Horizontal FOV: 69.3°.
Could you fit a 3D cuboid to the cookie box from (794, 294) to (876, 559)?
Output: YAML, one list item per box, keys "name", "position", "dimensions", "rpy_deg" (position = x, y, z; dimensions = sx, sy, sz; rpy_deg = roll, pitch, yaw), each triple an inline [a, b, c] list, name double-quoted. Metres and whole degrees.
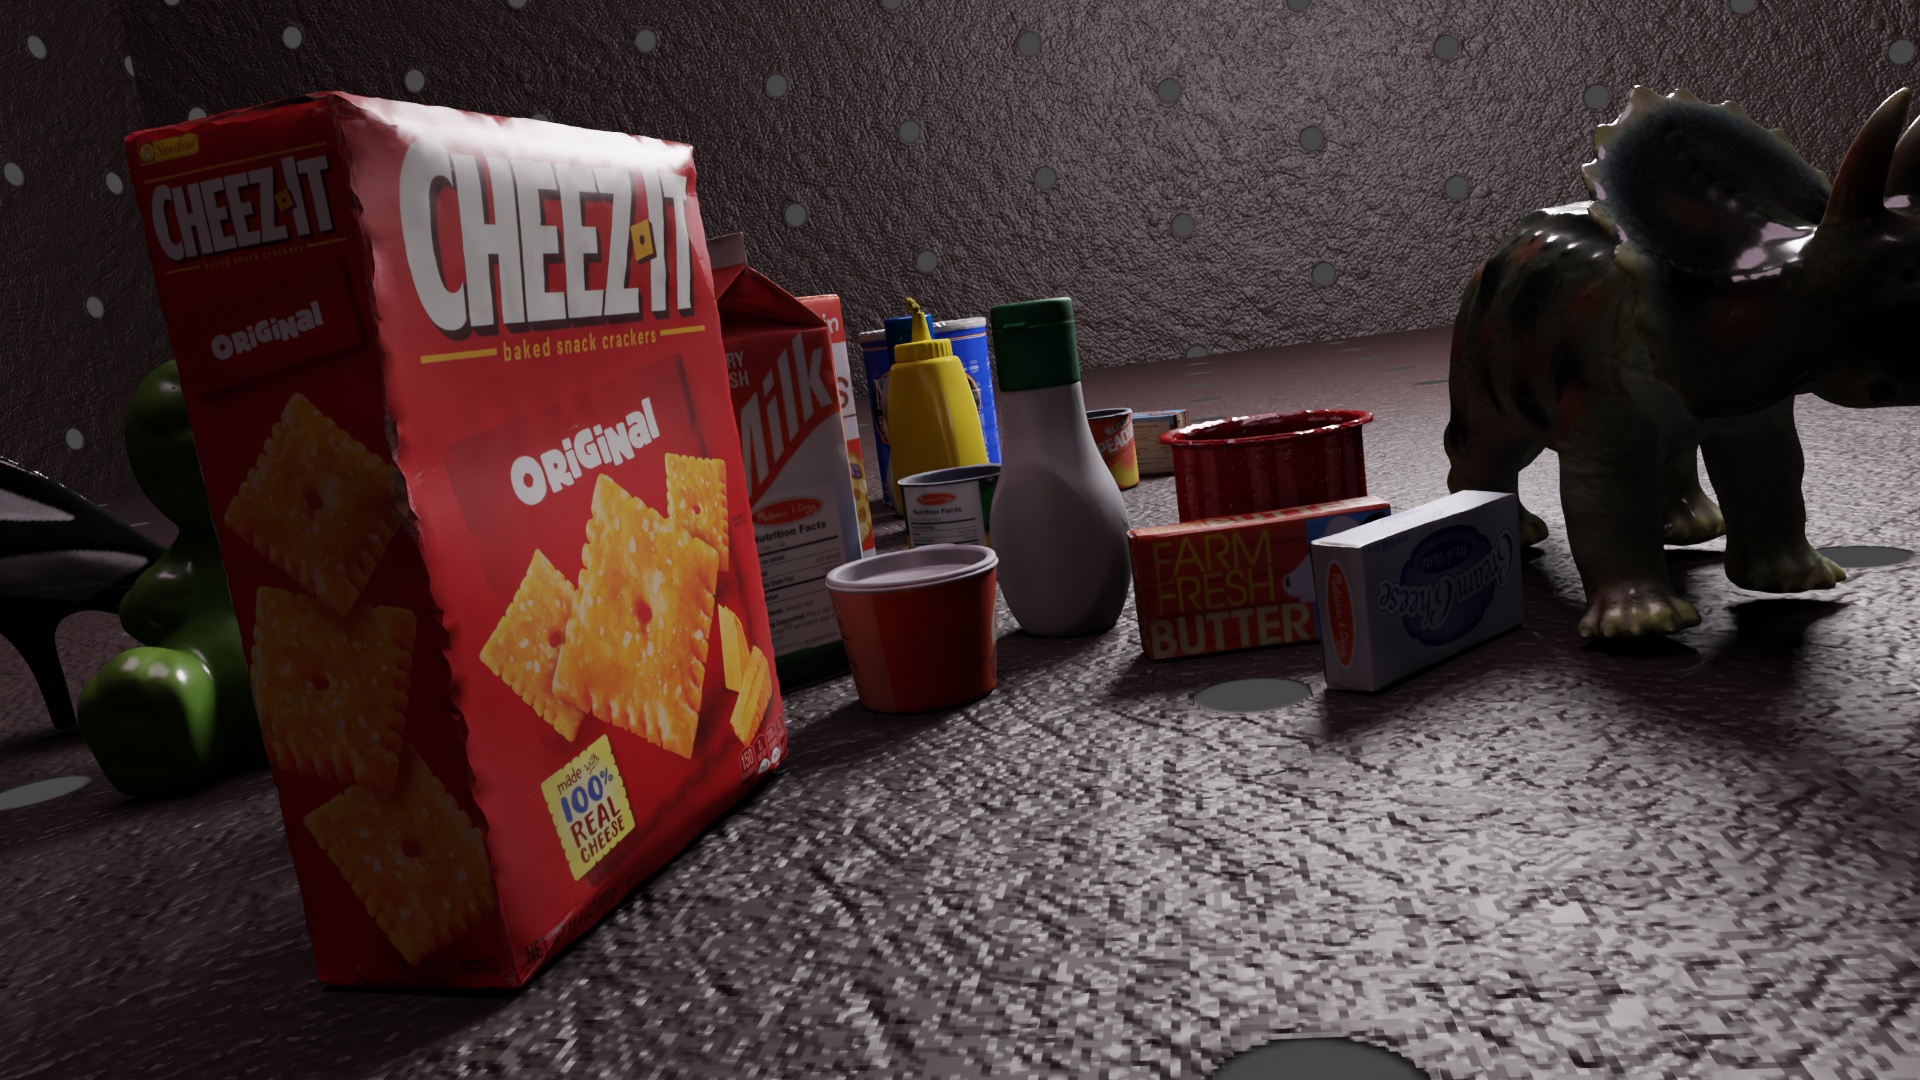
- name: "cookie box"
  position: [-0.109, -0.051, 0.789]
  dimensions: [0.040, 0.167, 0.123]
  rpy_deg: [-1, 11, 36]

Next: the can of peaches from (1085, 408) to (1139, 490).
- name: "can of peaches"
  position: [0.101, -0.067, 1.051]
  dimensions: [0.071, 0.058, 0.071]
  rpy_deg: [-7, 9, 1]

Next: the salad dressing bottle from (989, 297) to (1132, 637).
- name: "salad dressing bottle"
  position: [0.041, -0.033, 0.620]
  dimensions: [0.064, 0.147, 0.044]
  rpy_deg: [-3, 10, 30]

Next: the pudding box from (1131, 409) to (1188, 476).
- name: "pudding box"
  position: [0.139, -0.077, 1.104]
  dimensions: [0.083, 0.049, 0.030]
  rpy_deg: [-2, 10, 30]

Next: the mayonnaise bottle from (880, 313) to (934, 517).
- name: "mayonnaise bottle"
  position: [-0.030, -0.094, 1.044]
  dimensions: [0.065, 0.147, 0.041]
  rpy_deg: [-9, 9, -7]

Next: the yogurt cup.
- name: "yogurt cup"
  position: [-0.016, 0.035, 0.545]
  dimensions: [0.072, 0.054, 0.072]
  rpy_deg: [-7, 9, 1]

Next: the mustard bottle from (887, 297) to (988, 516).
- name: "mustard bottle"
  position: [-0.018, -0.087, 0.955]
  dimensions: [0.065, 0.160, 0.049]
  rpy_deg: [-1, 11, 35]

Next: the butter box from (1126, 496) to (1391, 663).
- name: "butter box"
  position: [0.121, 0.015, 0.556]
  dimensions: [0.103, 0.053, 0.024]
  rpy_deg: [-7, 9, 2]

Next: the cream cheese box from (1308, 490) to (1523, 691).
- name: "cream cheese box"
  position: [0.169, 0.016, 0.509]
  dimensions: [0.104, 0.053, 0.024]
  rpy_deg: [-15, 11, -38]

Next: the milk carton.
- name: "milk carton"
  position: [-0.097, -0.033, 0.600]
  dimensions: [0.074, 0.190, 0.072]
  rpy_deg: [-14, 11, -37]

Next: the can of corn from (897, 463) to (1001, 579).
- name: "can of corn"
  position: [0.003, -0.010, 0.785]
  dimensions: [0.071, 0.058, 0.071]
  rpy_deg: [-7, 9, 1]
